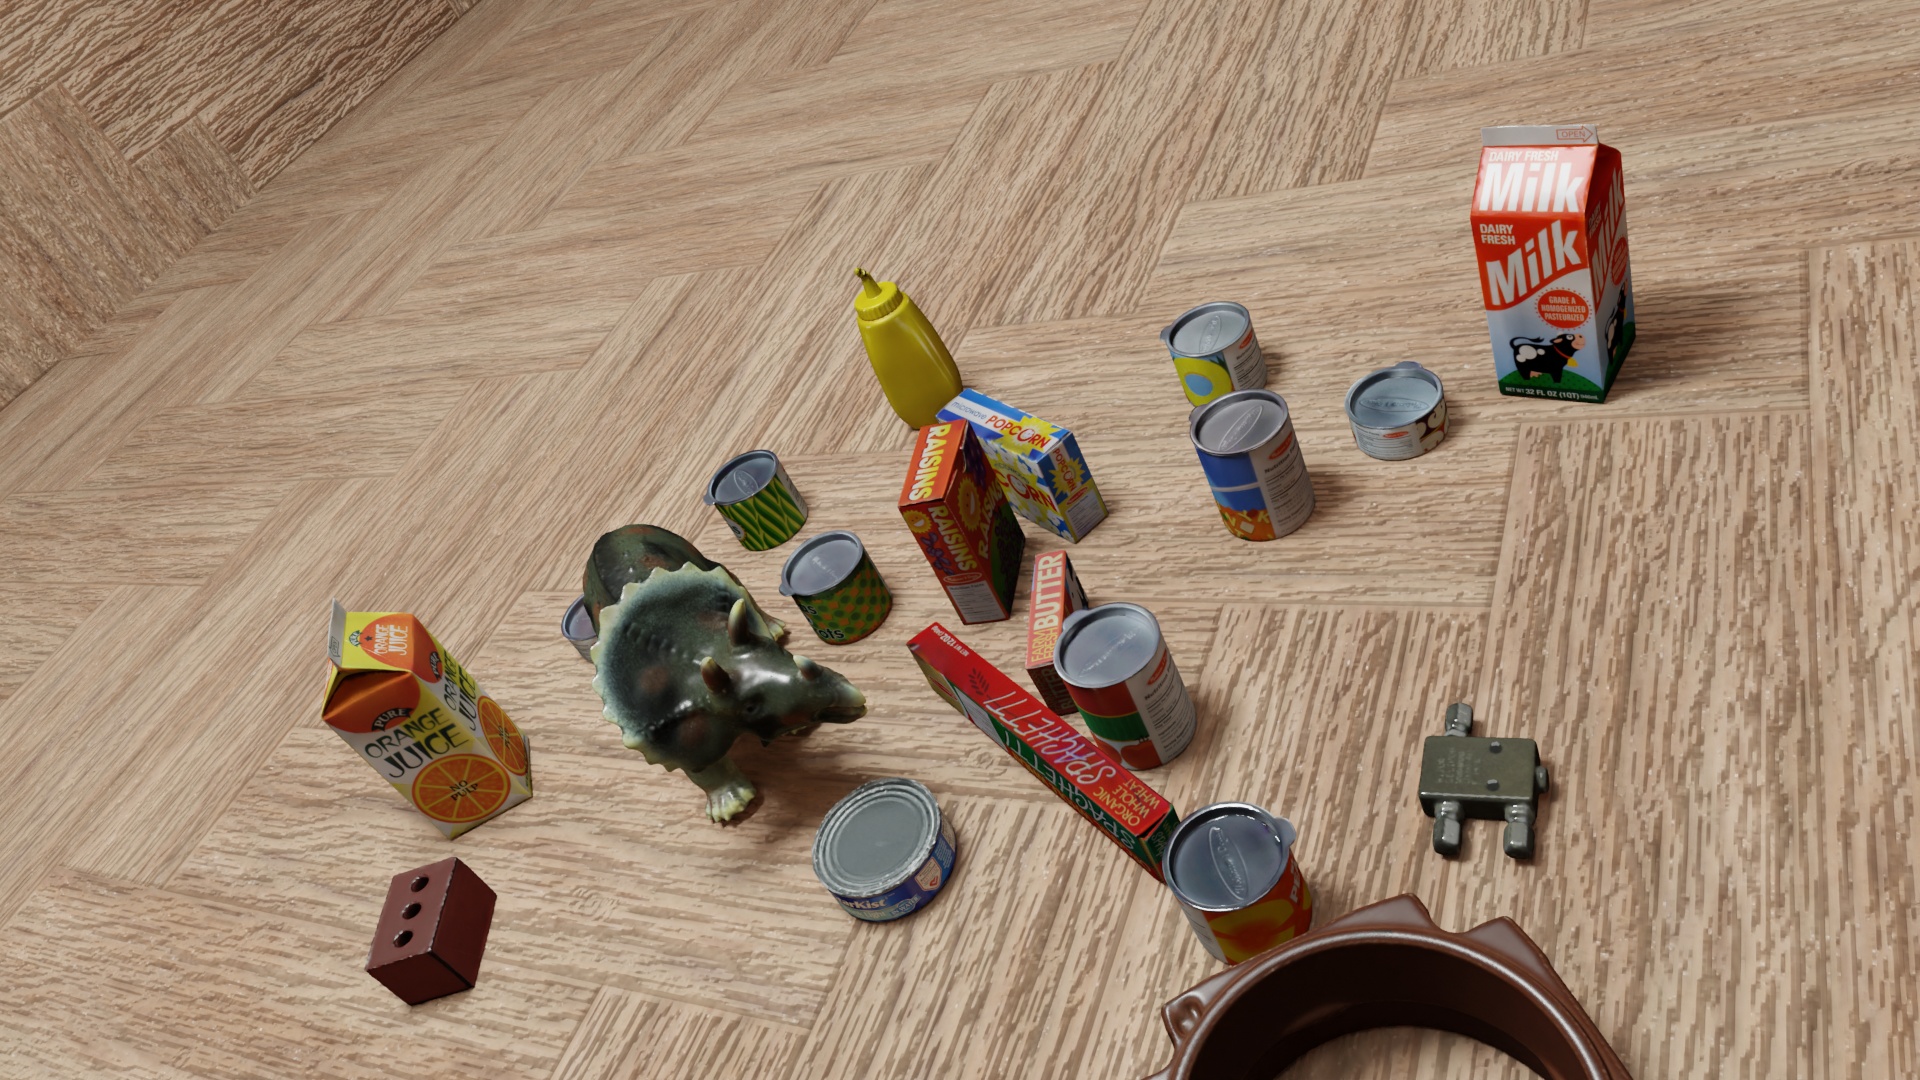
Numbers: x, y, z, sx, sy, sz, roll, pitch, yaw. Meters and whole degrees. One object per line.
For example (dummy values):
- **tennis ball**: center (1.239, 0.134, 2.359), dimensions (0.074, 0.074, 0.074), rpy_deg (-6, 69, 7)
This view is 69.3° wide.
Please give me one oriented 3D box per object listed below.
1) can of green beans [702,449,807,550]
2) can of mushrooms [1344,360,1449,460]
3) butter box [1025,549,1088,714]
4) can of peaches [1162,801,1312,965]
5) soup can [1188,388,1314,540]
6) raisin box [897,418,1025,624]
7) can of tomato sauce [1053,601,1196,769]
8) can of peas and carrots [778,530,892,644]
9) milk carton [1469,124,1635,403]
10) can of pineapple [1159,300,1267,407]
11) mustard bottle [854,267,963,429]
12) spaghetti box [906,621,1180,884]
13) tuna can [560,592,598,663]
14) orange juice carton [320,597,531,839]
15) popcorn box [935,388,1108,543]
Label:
- **can of green beans**: center (-0.170, -0.033, 1.168), dimensions (0.071, 0.057, 0.071), rpy_deg (-17, 39, 14)
- **can of mushrooms**: center (0.304, -0.090, 0.965), dimensions (0.071, 0.033, 0.071), rpy_deg (-17, 39, 14)
- **butter box**: center (0.065, 0.060, 0.922), dimensions (0.024, 0.053, 0.104), rpy_deg (-13, 40, 19)
- **can of peaches**: center (0.149, 0.180, 0.730), dimensions (0.071, 0.057, 0.071), rpy_deg (-17, 39, 14)
- **soup can**: center (0.197, -0.052, 0.945), dimensions (0.071, 0.083, 0.072), rpy_deg (-17, 39, 14)
- **raisin box**: center (0.004, -0.012, 0.985), dimensions (0.040, 0.123, 0.086), rpy_deg (-9, 42, 23)
- **can of tomato sauce**: center (0.100, 0.089, 0.844), dimensions (0.071, 0.082, 0.071), rpy_deg (-17, 39, 14)
- **can of peas and carrots**: center (-0.094, 0.037, 1.040), dimensions (0.071, 0.058, 0.071), rpy_deg (-17, 39, 14)
- **milk carton**: center (0.384, -0.185, 0.898), dimensions (0.072, 0.189, 0.074), rpy_deg (11, 52, 40)
- **can of pineapple**: center (0.196, -0.142, 1.070), dimensions (0.071, 0.057, 0.071), rpy_deg (-17, 39, 14)
- **mustard bottle**: center (-0.050, -0.167, 1.164), dimensions (0.065, 0.159, 0.049), rpy_deg (-19, 39, 12)
- **spaghetti box**: center (0.049, 0.125, 0.860), dimensions (0.029, 0.050, 0.250), rpy_deg (-39, 39, -14)
- **tuna can**: center (-0.292, 0.066, 1.148), dimensions (0.071, 0.032, 0.071), rpy_deg (-17, 39, 14)
- **orange juice carton**: center (-0.399, 0.125, 1.015), dimensions (0.073, 0.192, 0.072), rpy_deg (-28, 38, 0)
- **popcorn box**: center (0.045, -0.058, 1.043), dimensions (0.038, 0.085, 0.127), rpy_deg (-42, 40, -17)
